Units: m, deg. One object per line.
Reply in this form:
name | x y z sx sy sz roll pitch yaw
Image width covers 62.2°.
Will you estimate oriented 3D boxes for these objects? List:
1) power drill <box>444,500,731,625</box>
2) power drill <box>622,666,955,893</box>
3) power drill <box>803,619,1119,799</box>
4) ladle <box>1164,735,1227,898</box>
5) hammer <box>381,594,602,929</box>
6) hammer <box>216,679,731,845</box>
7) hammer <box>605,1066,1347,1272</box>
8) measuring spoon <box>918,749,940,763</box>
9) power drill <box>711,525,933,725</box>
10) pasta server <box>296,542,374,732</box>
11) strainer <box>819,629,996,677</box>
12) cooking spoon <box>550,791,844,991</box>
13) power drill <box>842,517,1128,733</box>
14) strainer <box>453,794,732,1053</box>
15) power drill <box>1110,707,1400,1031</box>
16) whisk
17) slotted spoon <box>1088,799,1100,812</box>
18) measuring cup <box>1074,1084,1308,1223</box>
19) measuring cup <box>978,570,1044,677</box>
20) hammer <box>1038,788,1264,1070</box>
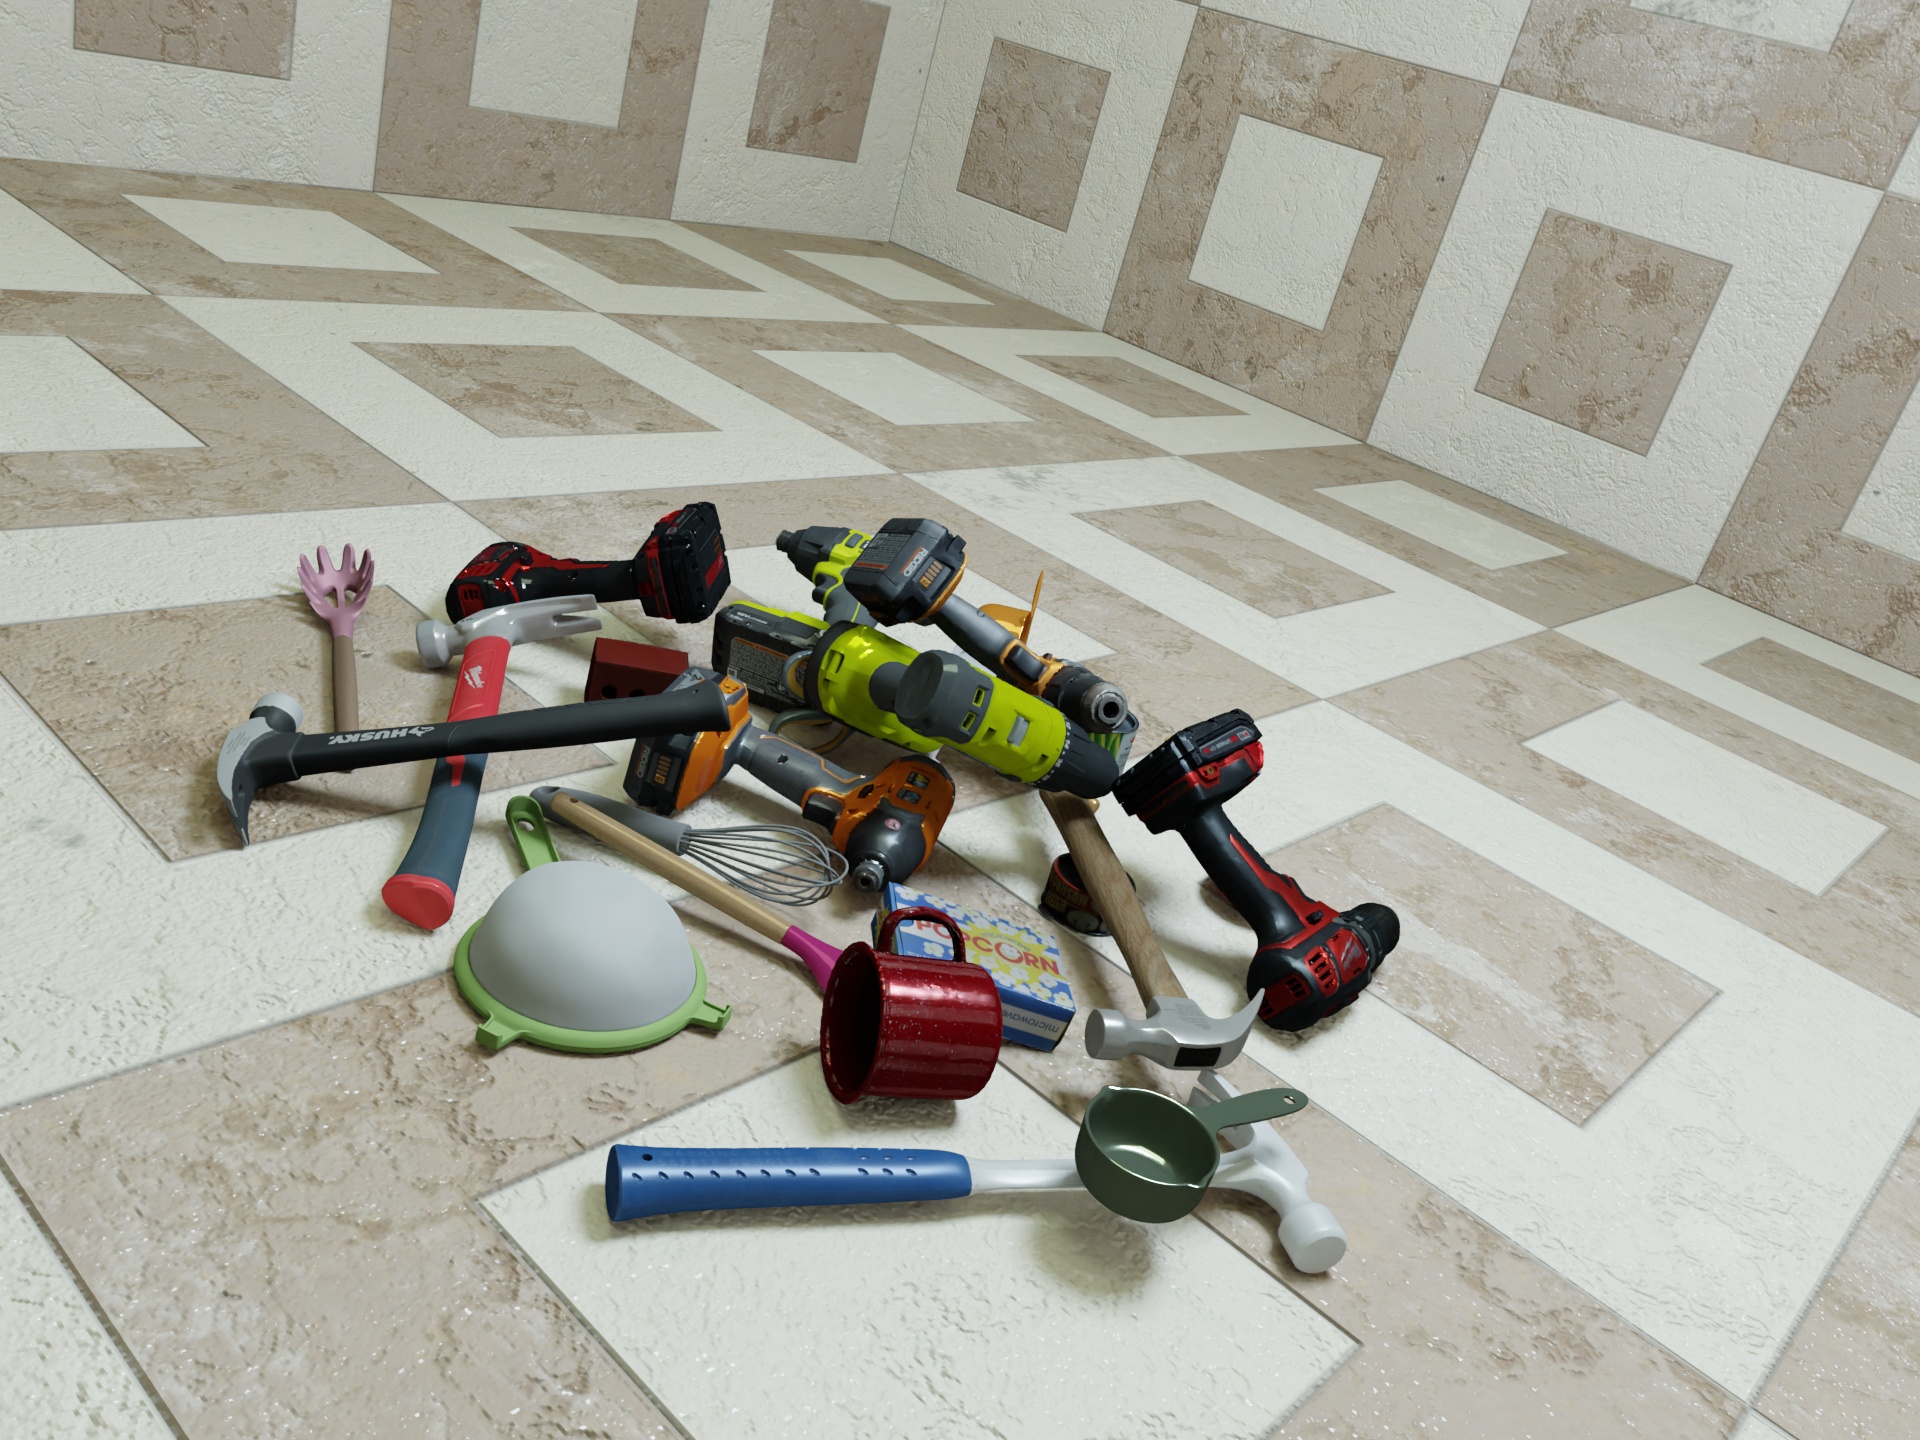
power drill | -0.318 -0.128 1.370 0.219 0.078 0.143 -6 23 7
power drill | -0.124 0.051 1.165 0.226 0.084 0.164 22 24 2
power drill | -0.002 -0.004 1.215 0.190 0.080 0.229 26 -4 -35
ladle | 0.215 0.084 1.366 0.069 0.031 0.316 20 21 -15
hammer | -0.333 0.014 1.120 0.143 0.038 0.387 -11 31 -4
hammer | -0.319 0.013 1.050 0.334 0.035 0.146 -6 30 -2
hammer | 0.010 0.247 0.877 0.405 0.035 0.144 6 26 -22
measuring spoon | -0.024 0.025 1.342 0.034 0.018 0.124 5 28 8
power drill | -0.124 -0.099 1.426 0.171 0.080 0.223 20 38 11
pasta server | -0.475 -0.054 1.222 0.060 0.040 0.317 -7 32 -19
strainer | -0.025 -0.046 1.376 0.258 0.050 0.087 15 43 -44
cooking spoon | -0.135 0.127 1.038 0.319 0.017 0.069 28 26 11
power drill | 0.027 -0.065 1.282 0.226 0.084 0.185 39 -6 -19
strainer | -0.244 0.101 0.992 0.151 0.069 0.257 1 30 -30
power drill | 0.232 0.107 1.181 0.188 0.080 0.227 -17 71 -51
whisk | -0.189 0.079 1.090 0.239 0.055 0.055 14 23 14
slotted spoon | -0.006 0.001 1.407 0.314 0.031 0.070 31 33 26
measuring cup | 0.134 0.236 0.890 0.167 0.038 0.083 -2 30 -39
measuring cup | 0.041 -0.095 1.531 0.052 0.095 0.174 13 45 6
hammer | 0.113 0.130 1.113 0.130 0.031 0.332 9 25 -17
